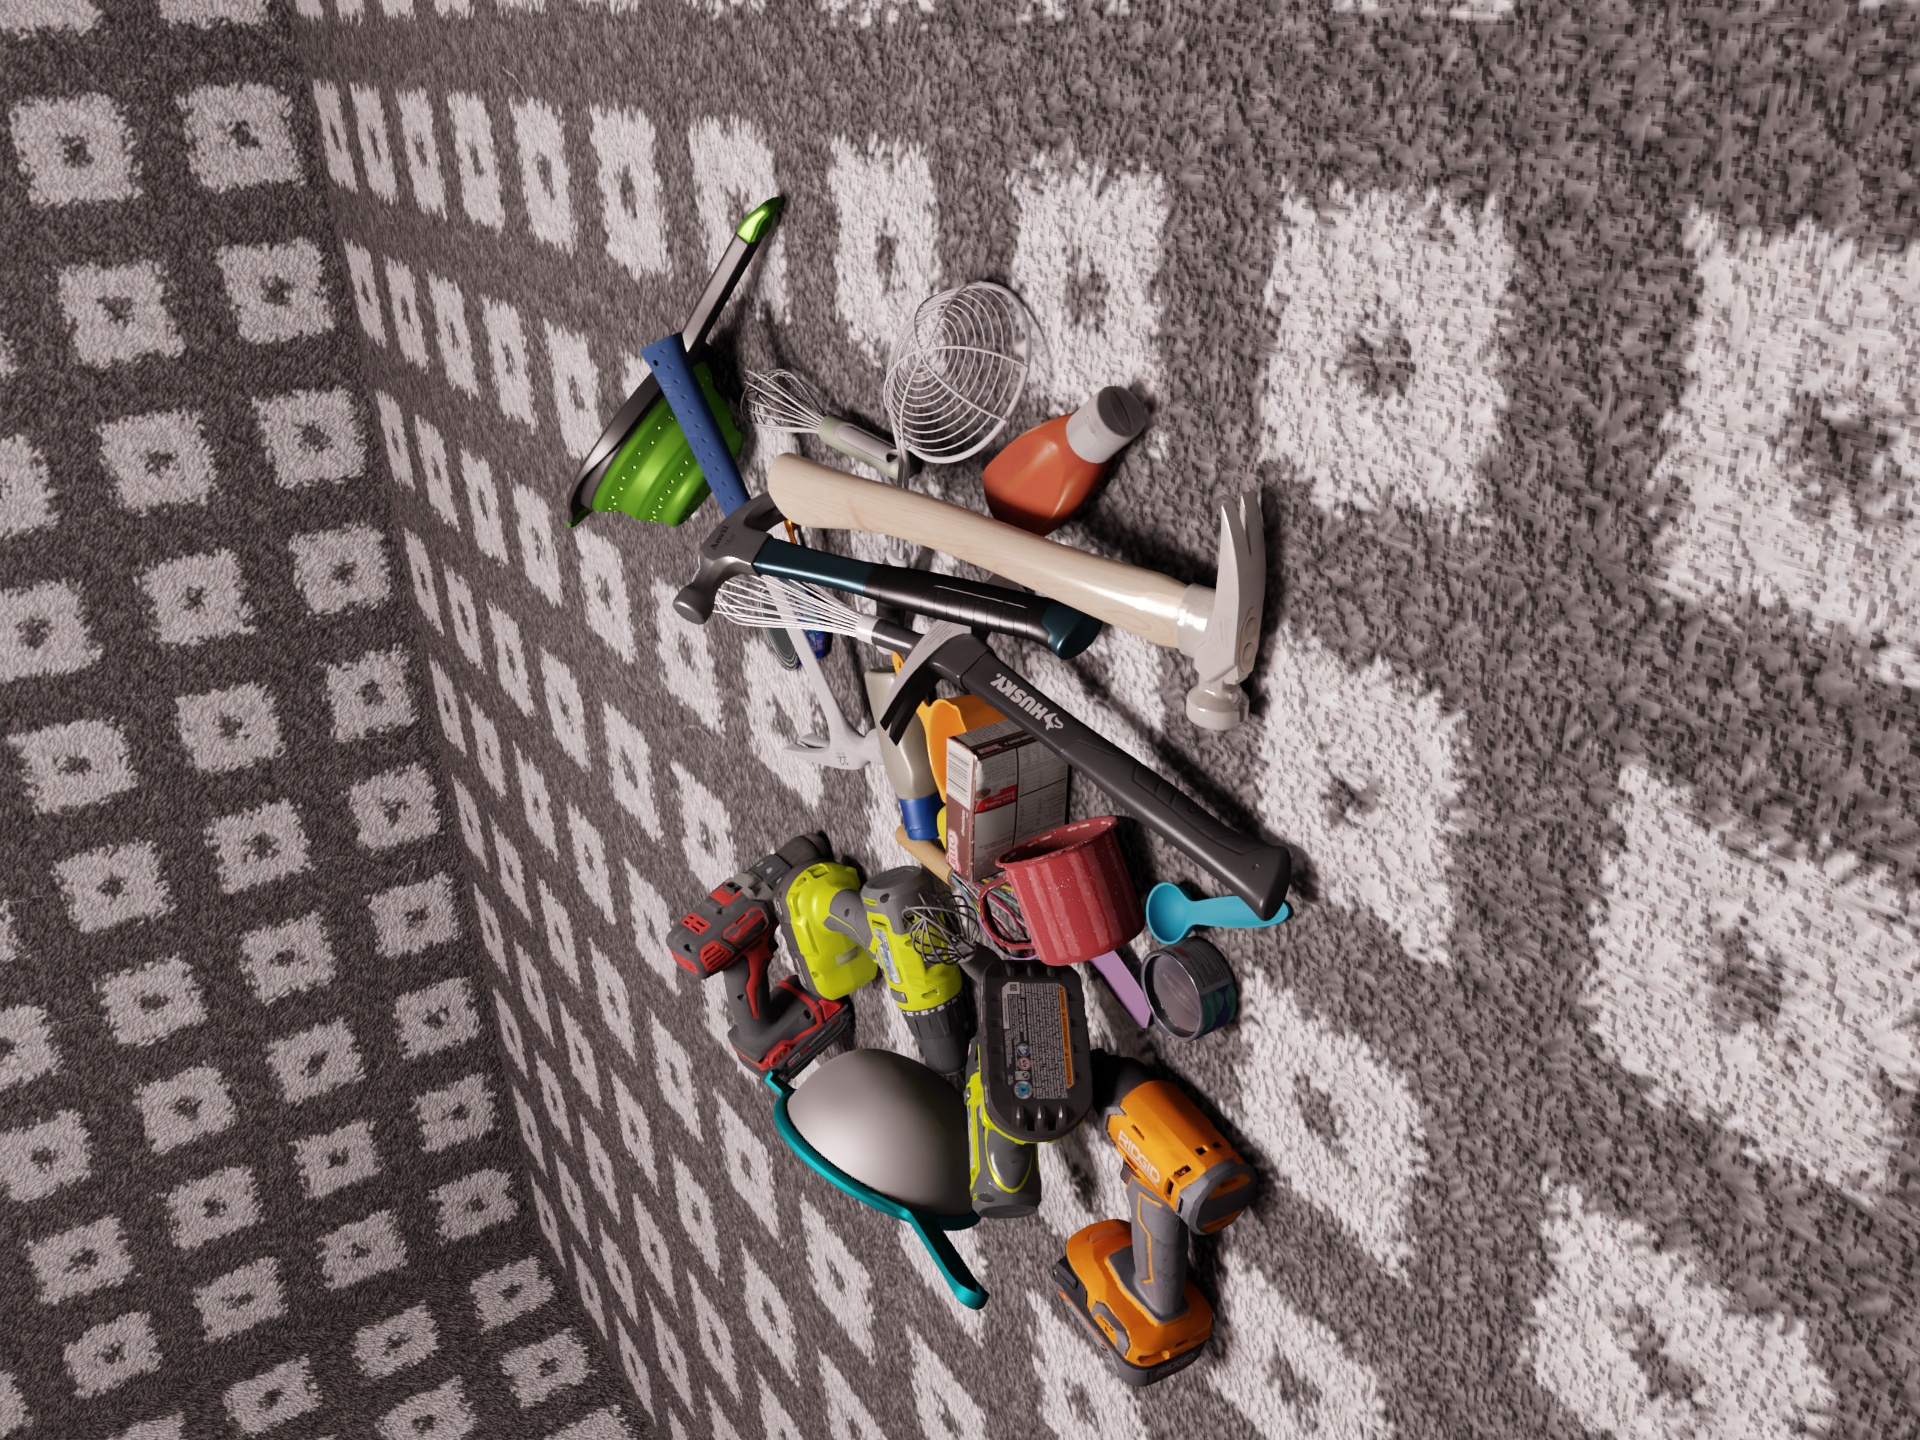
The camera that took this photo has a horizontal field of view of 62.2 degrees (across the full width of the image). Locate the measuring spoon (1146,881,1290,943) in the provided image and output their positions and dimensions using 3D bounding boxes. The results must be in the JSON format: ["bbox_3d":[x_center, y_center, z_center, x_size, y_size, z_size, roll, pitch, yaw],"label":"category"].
[{"bbox_3d":[0.174,0.127,1.051,0.128,0.021,0.042,-10,80,52],"label":"measuring spoon"}]

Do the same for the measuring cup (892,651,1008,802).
[{"bbox_3d":[-0.002,-0.004,1.254,0.174,0.052,0.095,-122,30,-43],"label":"measuring cup"}]

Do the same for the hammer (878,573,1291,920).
[{"bbox_3d":[0.085,0.027,1.061,0.335,0.146,0.035,38,168,35],"label":"hammer"}]

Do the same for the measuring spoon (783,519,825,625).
[{"bbox_3d":[-0.141,-0.136,1.467,0.021,0.011,0.117,0,109,66],"label":"measuring spoon"}]

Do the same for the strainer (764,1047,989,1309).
[{"bbox_3d":[-0.032,0.373,1.368,0.095,0.210,0.341,-63,25,3],"label":"strainer"}]

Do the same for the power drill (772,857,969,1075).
[{"bbox_3d":[-0.076,0.221,1.476,0.229,0.080,0.190,6,116,57],"label":"power drill"}]

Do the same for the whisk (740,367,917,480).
[{"bbox_3d":[-0.113,-0.245,1.320,0.247,0.058,0.059,34,168,43],"label":"whisk"}]

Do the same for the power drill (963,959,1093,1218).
[{"bbox_3d":[0.042,0.279,1.248,0.223,0.080,0.171,103,166,-59],"label":"power drill"}]

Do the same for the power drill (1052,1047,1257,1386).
[{"bbox_3d":[0.133,0.361,1.184,0.164,0.084,0.226,44,137,45],"label":"power drill"}]

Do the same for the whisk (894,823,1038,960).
[{"bbox_3d":[0.006,0.141,1.323,0.245,0.051,0.047,32,138,54],"label":"whisk"}]

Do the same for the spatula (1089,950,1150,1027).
[{"bbox_3d":[0.057,0.108,1.238,0.316,0.018,0.059,55,160,29],"label":"spatula"}]

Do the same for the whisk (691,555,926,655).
[{"bbox_3d":[-0.100,-0.082,1.283,0.285,0.070,0.070,21,127,24],"label":"whisk"}]

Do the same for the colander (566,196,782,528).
[{"bbox_3d":[-0.229,-0.296,1.443,0.094,0.205,0.397,38,131,-6],"label":"colander"}]

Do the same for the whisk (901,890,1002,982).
[{"bbox_3d":[0.005,0.173,1.214,0.055,0.055,0.238,59,-178,23],"label":"whisk"}]

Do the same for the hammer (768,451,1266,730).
[{"bbox_3d":[0.019,-0.125,1.054,0.411,0.038,0.146,24,127,36],"label":"hammer"}]

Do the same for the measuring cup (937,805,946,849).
[{"bbox_3d":[0.020,0.107,1.263,0.157,0.029,0.062,36,144,63],"label":"measuring cup"}]

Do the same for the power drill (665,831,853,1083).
[{"bbox_3d":[-0.184,0.237,1.612,0.080,0.188,0.226,23,143,42],"label":"power drill"}]

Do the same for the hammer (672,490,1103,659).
[{"bbox_3d":[-0.051,-0.097,1.152,0.331,0.128,0.033,15,156,28],"label":"hammer"}]

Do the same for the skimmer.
[{"bbox_3d":[-0.016,-0.170,1.205,0.363,0.090,0.127,100,150,-56],"label":"skimmer"}]

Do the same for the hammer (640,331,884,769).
[{"bbox_3d":[-0.176,-0.138,1.386,0.144,0.035,0.405,-8,111,49],"label":"hammer"}]
